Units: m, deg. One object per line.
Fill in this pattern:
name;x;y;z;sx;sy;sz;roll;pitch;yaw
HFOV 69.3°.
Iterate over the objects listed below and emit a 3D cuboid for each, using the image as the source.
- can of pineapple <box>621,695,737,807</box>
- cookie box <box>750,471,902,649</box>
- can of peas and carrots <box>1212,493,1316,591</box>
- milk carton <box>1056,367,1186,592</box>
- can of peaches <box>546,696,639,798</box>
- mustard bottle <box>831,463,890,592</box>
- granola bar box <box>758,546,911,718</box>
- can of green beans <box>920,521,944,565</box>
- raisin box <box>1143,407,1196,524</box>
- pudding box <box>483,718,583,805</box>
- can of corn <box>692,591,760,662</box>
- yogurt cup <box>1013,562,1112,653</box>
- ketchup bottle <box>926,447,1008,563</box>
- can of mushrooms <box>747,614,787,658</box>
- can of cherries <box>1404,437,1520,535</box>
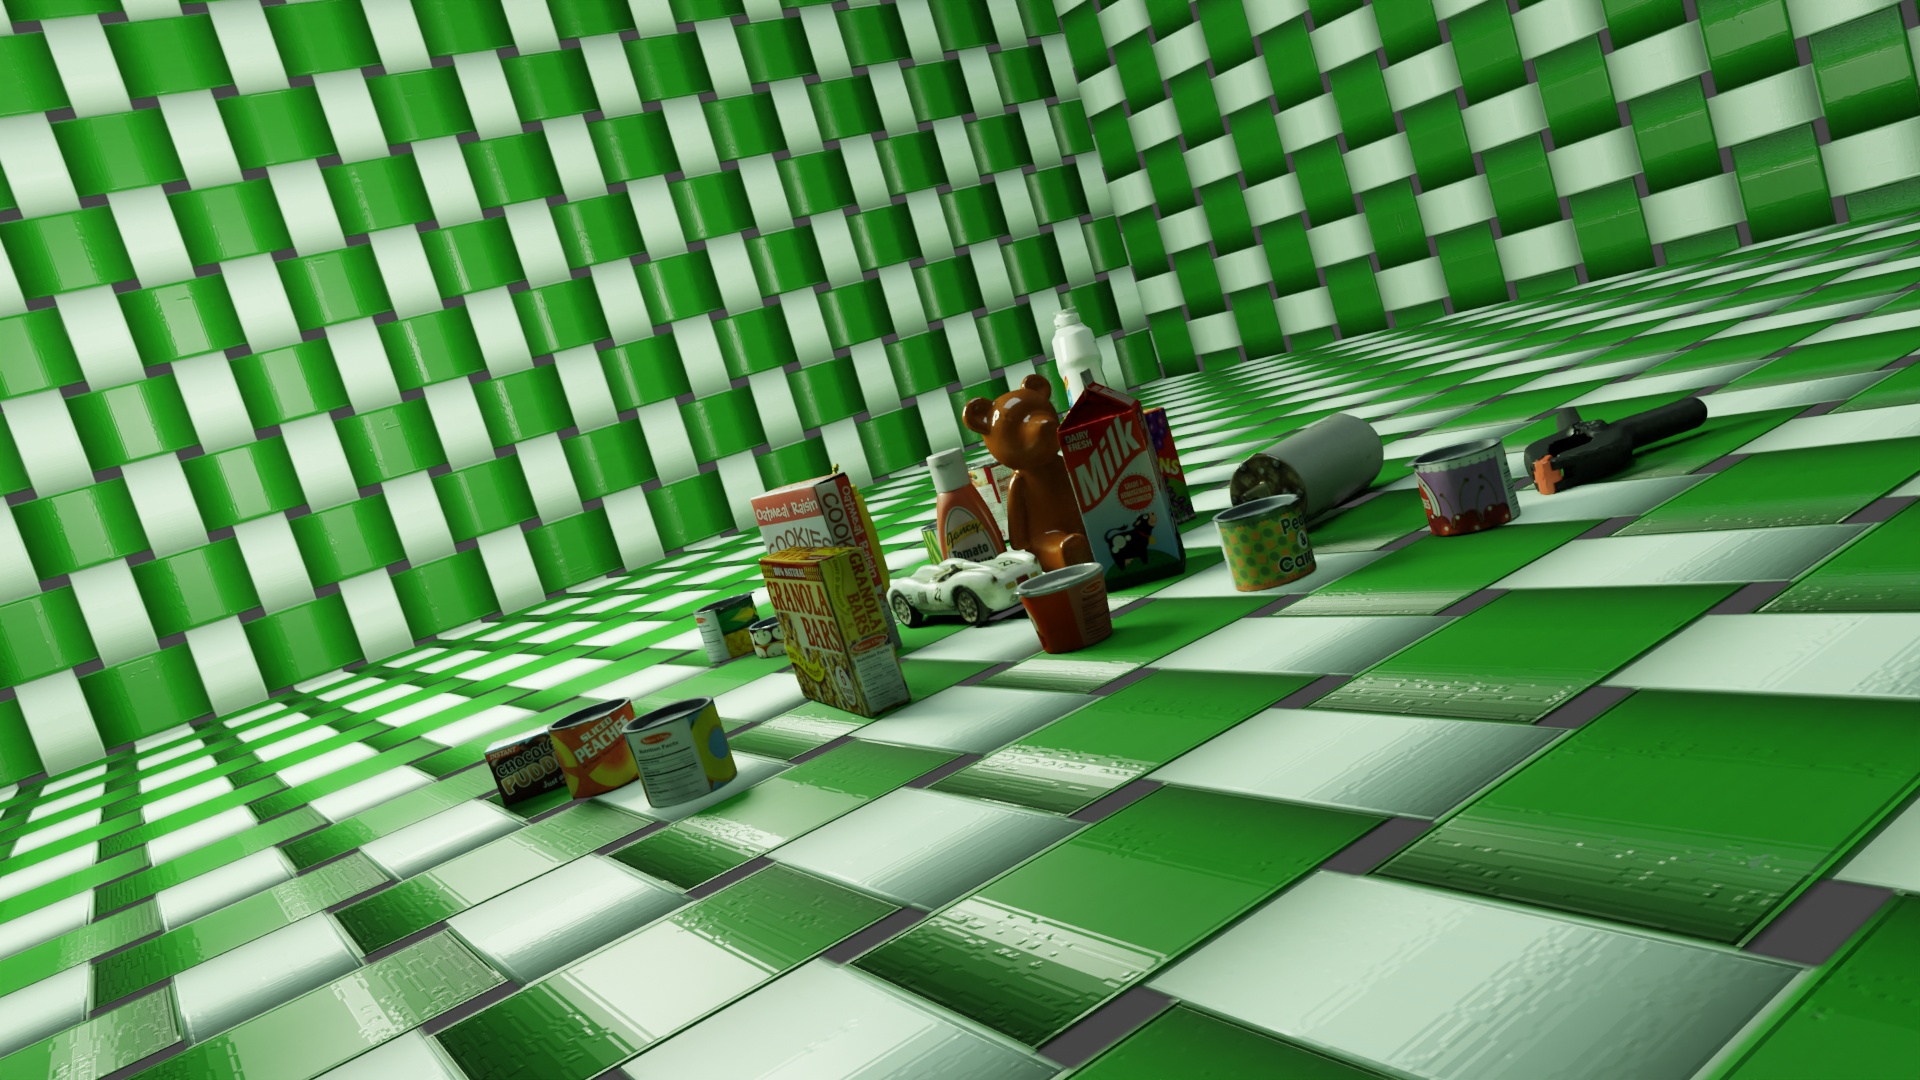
can of pineapple;-0.196;0.147;0.975;0.071;0.057;0.071;-17;7;2
cookie box;-0.125;0.027;1.281;0.040;0.167;0.122;-22;8;-36
can of peas and carrots;0.235;0.001;1.061;0.071;0.058;0.071;-17;7;2
milk carton;0.137;-0.058;1.220;0.073;0.190;0.072;-16;7;13
can of peaches;-0.277;0.160;1.071;0.071;0.058;0.071;-17;7;2
mustard bottle;-0.126;-0.012;1.614;0.049;0.160;0.065;-19;7;-17
granola bar box;-0.103;0.068;1.092;0.039;0.124;0.165;-20;7;-22
can of green beans;-0.007;0.005;1.614;0.071;0.057;0.071;-17;7;2
raisin box;0.187;-0.069;1.449;0.086;0.123;0.040;-21;7;-25
pudding box;-0.334;0.175;1.122;0.084;0.049;0.030;-18;7;-8
can of corn;-0.247;0.094;1.504;0.071;0.058;0.071;-17;7;2
yogurt cup;0.082;0.052;1.055;0.072;0.054;0.072;-17;7;2
ketchup bottle;0.005;-0.017;1.388;0.064;0.148;0.043;-16;7;12
can of mushrooms;-0.182;0.095;1.438;0.071;0.033;0.071;-17;7;2
can of cherries;0.375;-0.040;1.039;0.071;0.058;0.071;-17;7;2
